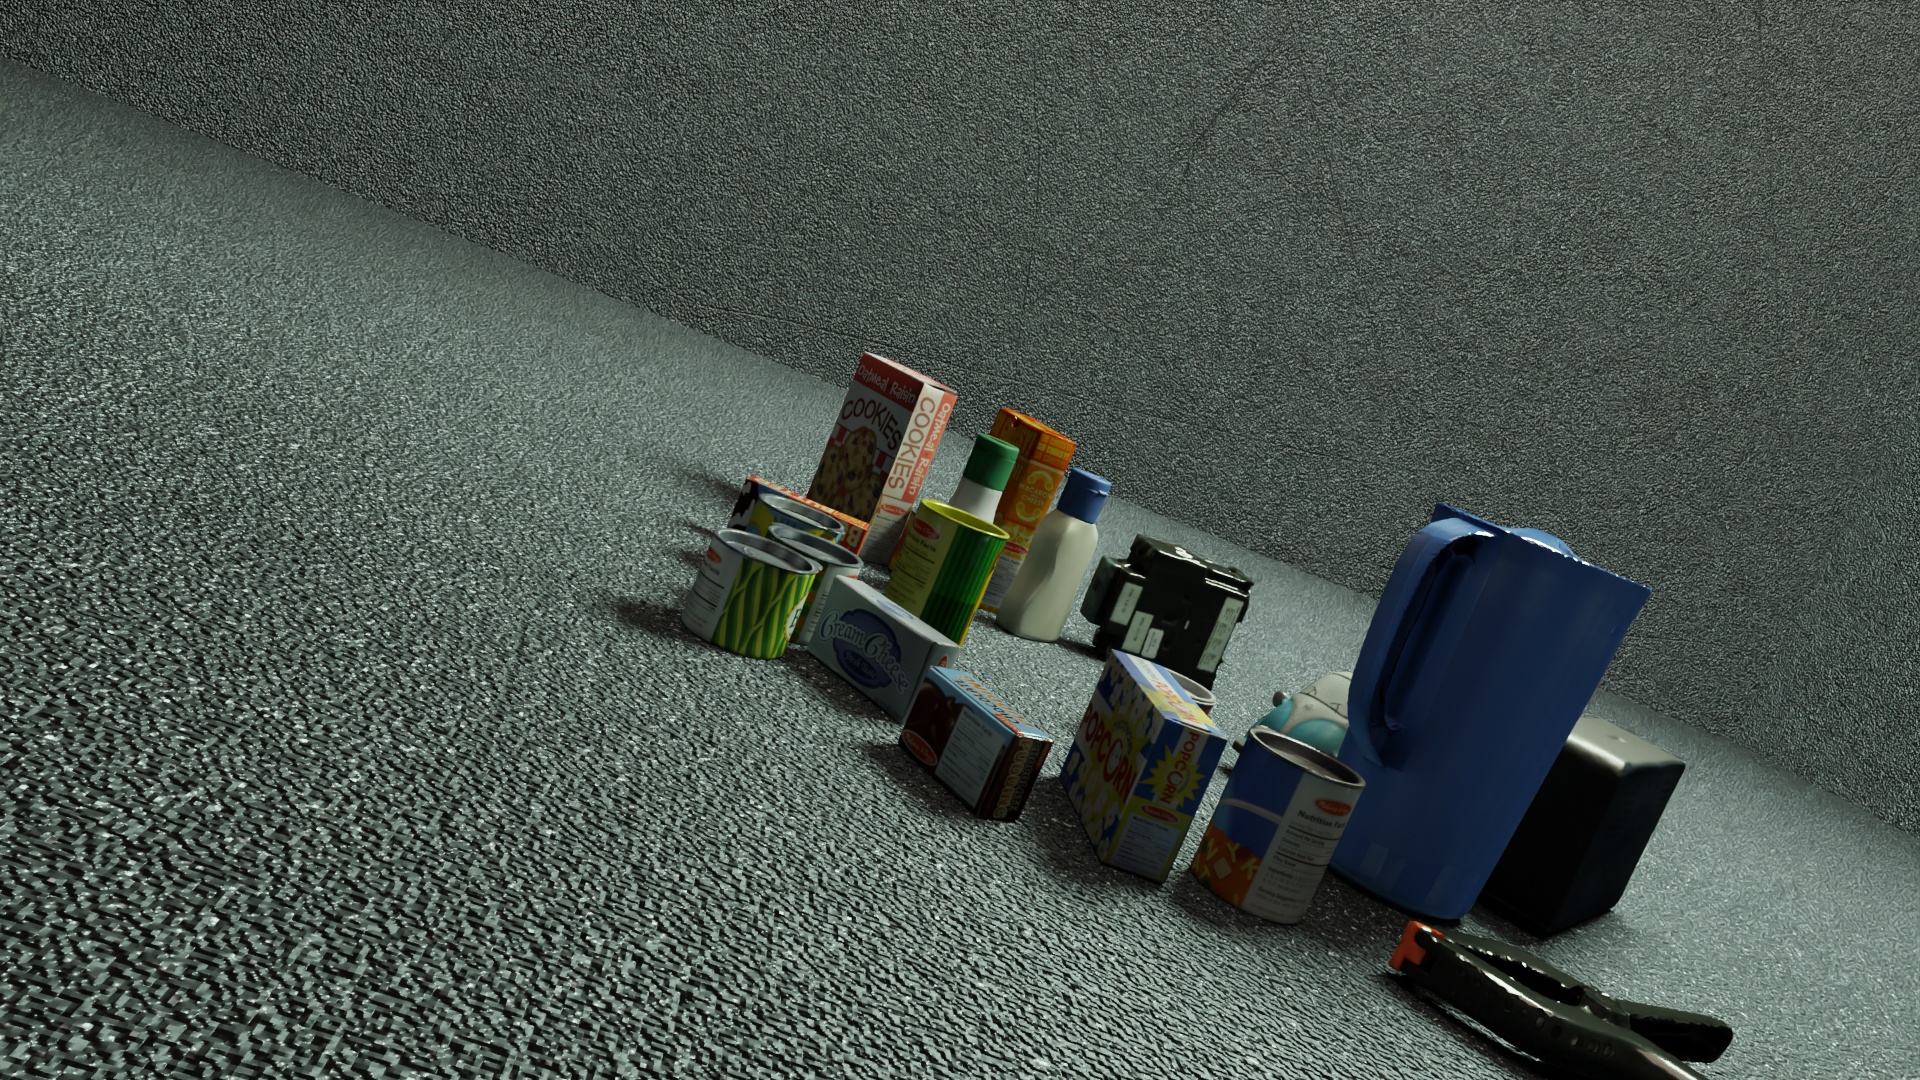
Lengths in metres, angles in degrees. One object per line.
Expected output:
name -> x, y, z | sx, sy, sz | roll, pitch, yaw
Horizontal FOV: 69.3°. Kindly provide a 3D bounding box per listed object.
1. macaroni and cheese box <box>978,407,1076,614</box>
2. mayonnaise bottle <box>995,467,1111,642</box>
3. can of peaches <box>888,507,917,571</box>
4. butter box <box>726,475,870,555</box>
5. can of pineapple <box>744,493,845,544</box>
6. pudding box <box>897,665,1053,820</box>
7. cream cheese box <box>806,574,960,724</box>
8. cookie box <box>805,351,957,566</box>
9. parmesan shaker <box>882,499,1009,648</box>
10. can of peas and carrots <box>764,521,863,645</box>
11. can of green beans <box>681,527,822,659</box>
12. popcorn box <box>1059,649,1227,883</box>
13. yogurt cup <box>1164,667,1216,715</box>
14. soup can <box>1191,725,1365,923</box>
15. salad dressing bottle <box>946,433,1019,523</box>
macaroni and cheese box -> 0.037, -0.030, 1.263 | 0.040, 0.166, 0.124 | 20, 9, -20
mayonnaise bottle -> 0.083, 0.012, 1.181 | 0.065, 0.148, 0.041 | 14, 12, -47
can of peaches -> -0.023, 0.010, 1.229 | 0.071, 0.058, 0.071 | 22, 8, -3
butter box -> -0.127, -0.007, 1.084 | 0.103, 0.053, 0.024 | 23, 8, 1
can of pineapple -> -0.124, 0.006, 1.000 | 0.071, 0.057, 0.071 | 22, 8, -3
pudding box -> 0.006, 0.106, 0.736 | 0.030, 0.049, 0.084 | 16, 11, -39
cream cheese box -> -0.049, 0.065, 0.838 | 0.024, 0.053, 0.104 | 14, 12, -45
cookie box -> -0.076, -0.077, 1.261 | 0.040, 0.167, 0.123 | 17, 10, -35
parmesan shaker -> -0.017, 0.030, 0.966 | 0.071, 0.103, 0.071 | 22, 8, -3
can of peas and carrots -> -0.106, 0.028, 0.901 | 0.071, 0.058, 0.071 | 22, 8, -3
can of green beans -> -0.126, 0.032, 0.831 | 0.071, 0.057, 0.071 | 22, 8, -3
popcorn box -> 0.097, 0.120, 0.764 | 0.038, 0.085, 0.127 | 21, 8, -11
yogurt cup -> 0.137, 0.120, 0.968 | 0.072, 0.054, 0.072 | 22, 8, -3
soup can -> 0.169, 0.152, 0.751 | 0.071, 0.083, 0.071 | 22, 8, -3
salad dressing bottle -> 0.004, -0.014, 1.146 | 0.044, 0.147, 0.064 | 15, 11, -44
